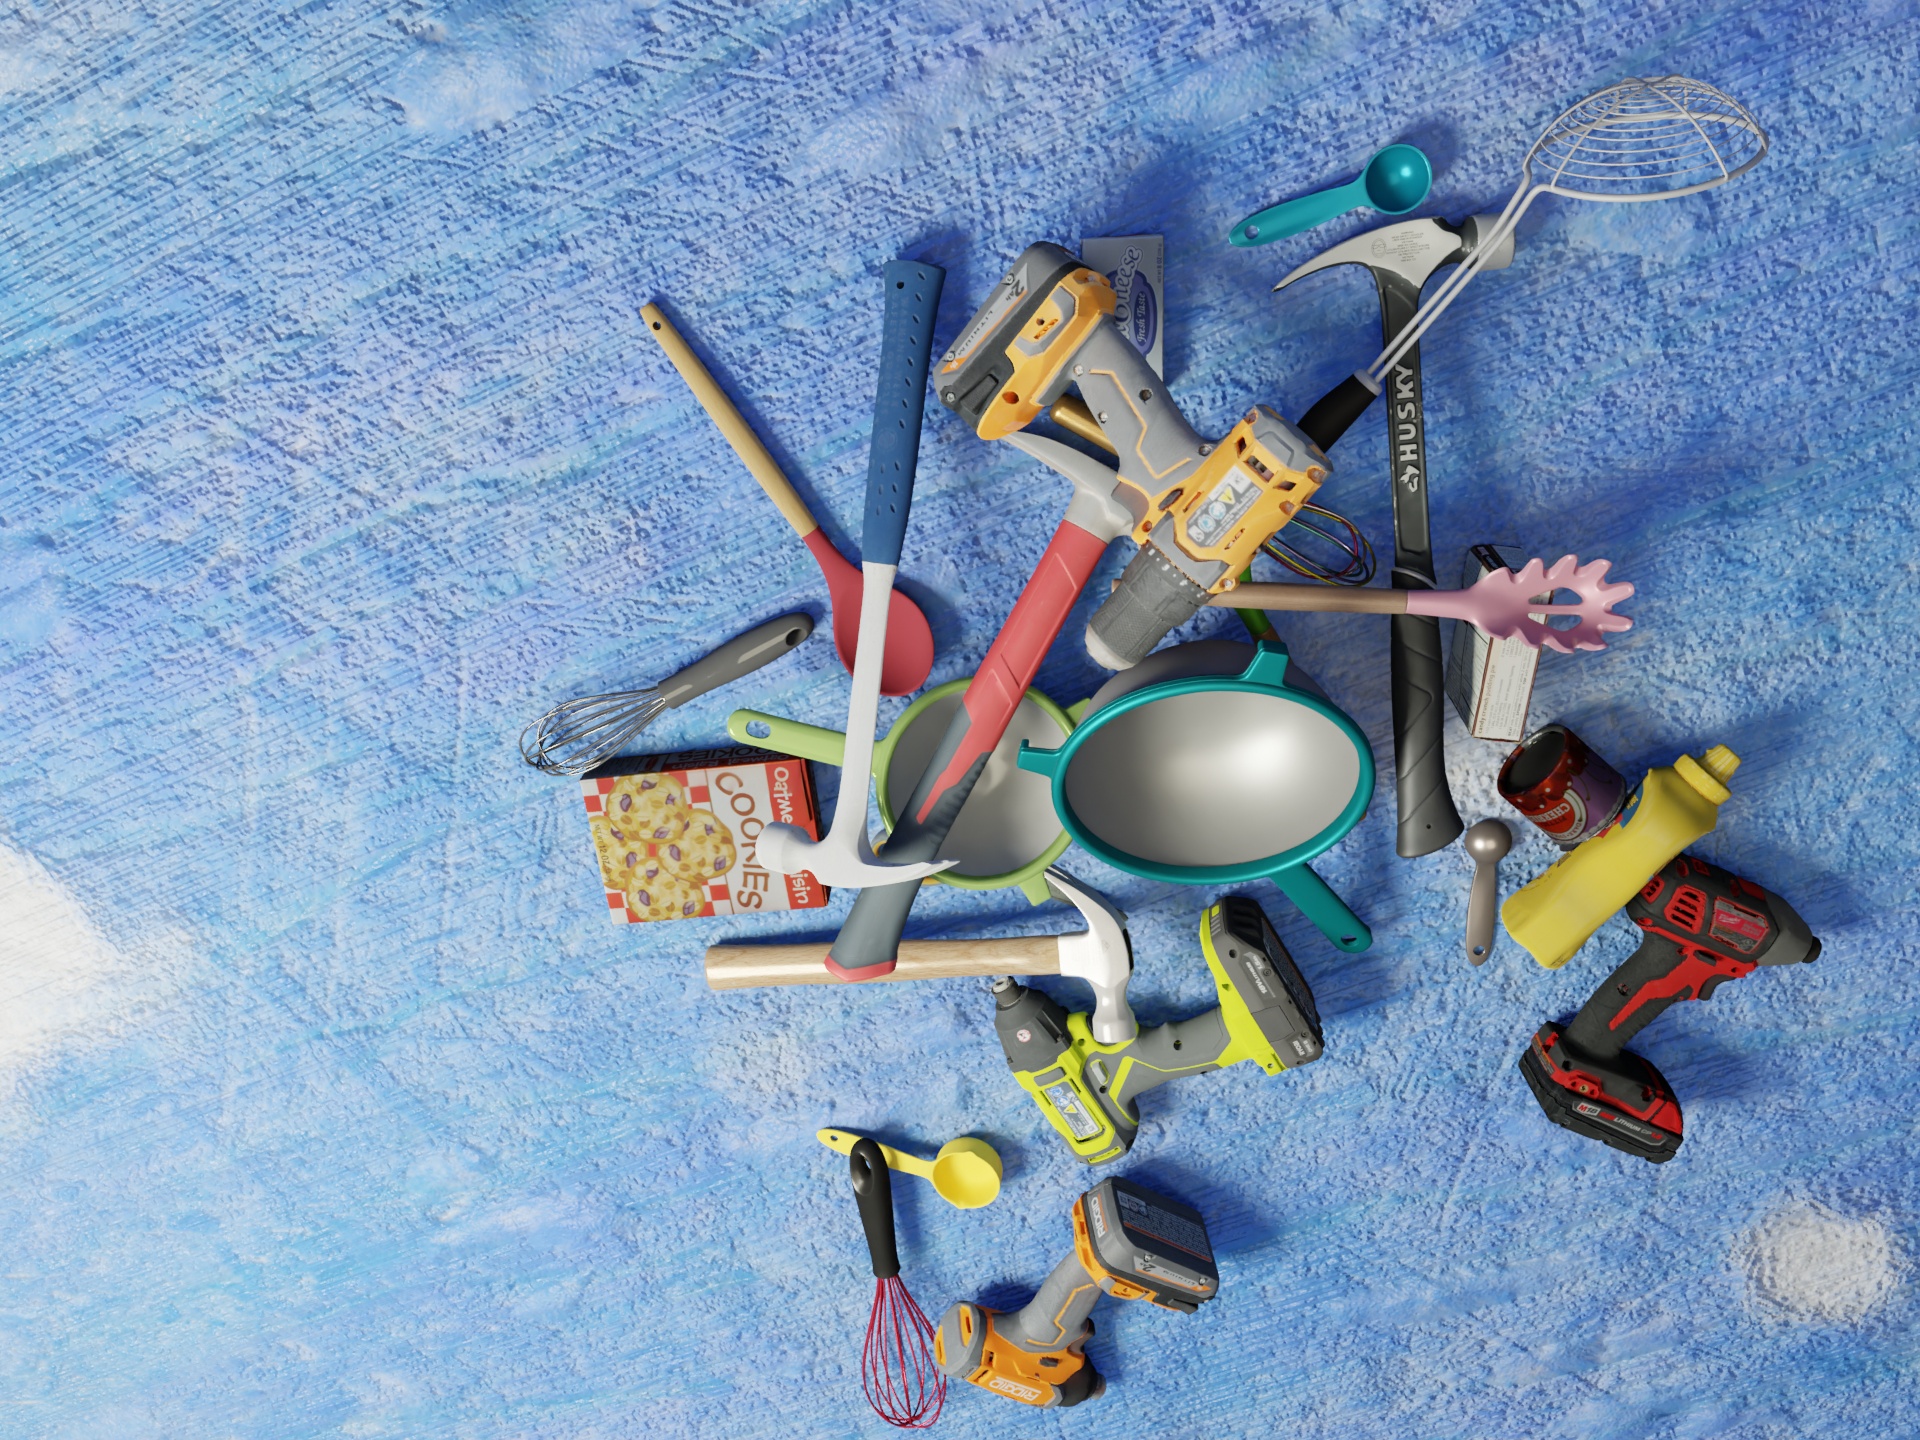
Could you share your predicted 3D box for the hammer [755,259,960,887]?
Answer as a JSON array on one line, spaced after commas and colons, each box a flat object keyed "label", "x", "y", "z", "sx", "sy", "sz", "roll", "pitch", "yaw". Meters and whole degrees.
[{"label": "hammer", "x": -0.048, "y": -0.090, "z": 1.030, "sx": 0.144, "sy": 0.035, "sz": 0.405, "roll": 9, "pitch": 95, "yaw": 32}]

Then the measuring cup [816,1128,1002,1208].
[{"label": "measuring cup", "x": -0.040, "y": 0.353, "z": 1.301, "sx": 0.156, "sy": 0.029, "sz": 0.062, "roll": 14, "pitch": 118, "yaw": 10}]

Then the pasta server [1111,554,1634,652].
[{"label": "pasta server", "x": 0.253, "y": -0.077, "z": 1.000, "sx": 0.316, "sy": 0.040, "sz": 0.060, "roll": 3, "pitch": 88, "yaw": 7}]

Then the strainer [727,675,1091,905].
[{"label": "strainer", "x": -0.038, "y": 0.029, "z": 1.126, "sx": 0.256, "sy": 0.069, "sz": 0.151, "roll": 14, "pitch": 94, "yaw": -6}]

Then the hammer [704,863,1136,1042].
[{"label": "hammer", "x": -0.036, "y": 0.176, "z": 1.189, "sx": 0.331, "sy": 0.031, "sz": 0.130, "roll": -4, "pitch": 92, "yaw": 16}]

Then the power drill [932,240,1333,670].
[{"label": "power drill", "x": 0.088, "y": -0.159, "z": 0.983, "sx": 0.226, "sy": 0.084, "sz": 0.185, "roll": 44, "pitch": 110, "yaw": 10}]

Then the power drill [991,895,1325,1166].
[{"label": "power drill", "x": 0.145, "y": 0.230, "z": 1.207, "sx": 0.223, "sy": 0.080, "sz": 0.171, "roll": -27, "pitch": 109, "yaw": 17}]

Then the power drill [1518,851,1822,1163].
[{"label": "power drill", "x": 0.526, "y": 0.210, "z": 1.178, "sx": 0.143, "sy": 0.079, "sz": 0.219, "roll": 22, "pitch": 109, "yaw": -6}]

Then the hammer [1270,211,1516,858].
[{"label": "hammer", "x": 0.287, "y": -0.111, "z": 1.027, "sx": 0.149, "sy": 0.036, "sz": 0.409, "roll": -4, "pitch": 98, "yaw": 6}]

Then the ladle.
[{"label": "ladle", "x": -0.120, "y": -0.150, "z": 1.089, "sx": 0.069, "sy": 0.031, "sz": 0.315, "roll": -32, "pitch": 106, "yaw": 13}]

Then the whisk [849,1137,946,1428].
[{"label": "whisk", "x": -0.058, "y": 0.473, "z": 1.325, "sx": 0.073, "sy": 0.073, "sz": 0.295, "roll": -6, "pitch": 111, "yaw": 6}]

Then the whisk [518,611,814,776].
[{"label": "whisk", "x": -0.211, "y": -0.021, "z": 1.139, "sx": 0.239, "sy": 0.055, "sz": 0.055, "roll": -26, "pitch": 109, "yaw": 9}]

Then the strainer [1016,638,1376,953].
[{"label": "strainer", "x": 0.203, "y": 0.049, "z": 1.109, "sx": 0.211, "sy": 0.095, "sz": 0.340, "roll": -24, "pitch": 133, "yaw": 27}]

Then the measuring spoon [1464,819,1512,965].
[{"label": "measuring spoon", "x": 0.390, "y": 0.132, "z": 1.181, "sx": 0.034, "sy": 0.018, "sz": 0.124, "roll": -2, "pitch": 113, "yaw": 4}]

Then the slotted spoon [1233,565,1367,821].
[{"label": "slotted spoon", "x": 0.214, "y": -0.043, "z": 1.091, "sx": 0.070, "sy": 0.031, "sz": 0.313, "roll": -24, "pitch": 120, "yaw": 18}]

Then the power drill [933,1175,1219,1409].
[{"label": "power drill", "x": 0.107, "y": 0.485, "z": 1.309, "sx": 0.164, "sy": 0.084, "sz": 0.226, "roll": 30, "pitch": 116, "yaw": -25}]

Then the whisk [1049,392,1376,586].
[{"label": "whisk", "x": 0.171, "y": -0.156, "z": 1.067, "sx": 0.245, "sy": 0.051, "sz": 0.047, "roll": 28, "pitch": 91, "yaw": -4}]

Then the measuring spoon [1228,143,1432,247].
[{"label": "measuring spoon", "x": 0.232, "y": -0.327, "z": 1.004, "sx": 0.128, "sy": 0.021, "sz": 0.042, "roll": -15, "pitch": 112, "yaw": 19}]

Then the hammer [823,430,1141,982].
[{"label": "hammer", "x": -0.002, "y": -0.003, "z": 1.072, "sx": 0.143, "sy": 0.038, "sz": 0.386, "roll": 29, "pitch": 92, "yaw": -7}]

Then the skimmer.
[{"label": "skimmer", "x": 0.307, "y": -0.234, "z": 0.953, "sx": 0.090, "sy": 0.127, "sz": 0.363, "roll": 29, "pitch": 115, "yaw": -27}]
